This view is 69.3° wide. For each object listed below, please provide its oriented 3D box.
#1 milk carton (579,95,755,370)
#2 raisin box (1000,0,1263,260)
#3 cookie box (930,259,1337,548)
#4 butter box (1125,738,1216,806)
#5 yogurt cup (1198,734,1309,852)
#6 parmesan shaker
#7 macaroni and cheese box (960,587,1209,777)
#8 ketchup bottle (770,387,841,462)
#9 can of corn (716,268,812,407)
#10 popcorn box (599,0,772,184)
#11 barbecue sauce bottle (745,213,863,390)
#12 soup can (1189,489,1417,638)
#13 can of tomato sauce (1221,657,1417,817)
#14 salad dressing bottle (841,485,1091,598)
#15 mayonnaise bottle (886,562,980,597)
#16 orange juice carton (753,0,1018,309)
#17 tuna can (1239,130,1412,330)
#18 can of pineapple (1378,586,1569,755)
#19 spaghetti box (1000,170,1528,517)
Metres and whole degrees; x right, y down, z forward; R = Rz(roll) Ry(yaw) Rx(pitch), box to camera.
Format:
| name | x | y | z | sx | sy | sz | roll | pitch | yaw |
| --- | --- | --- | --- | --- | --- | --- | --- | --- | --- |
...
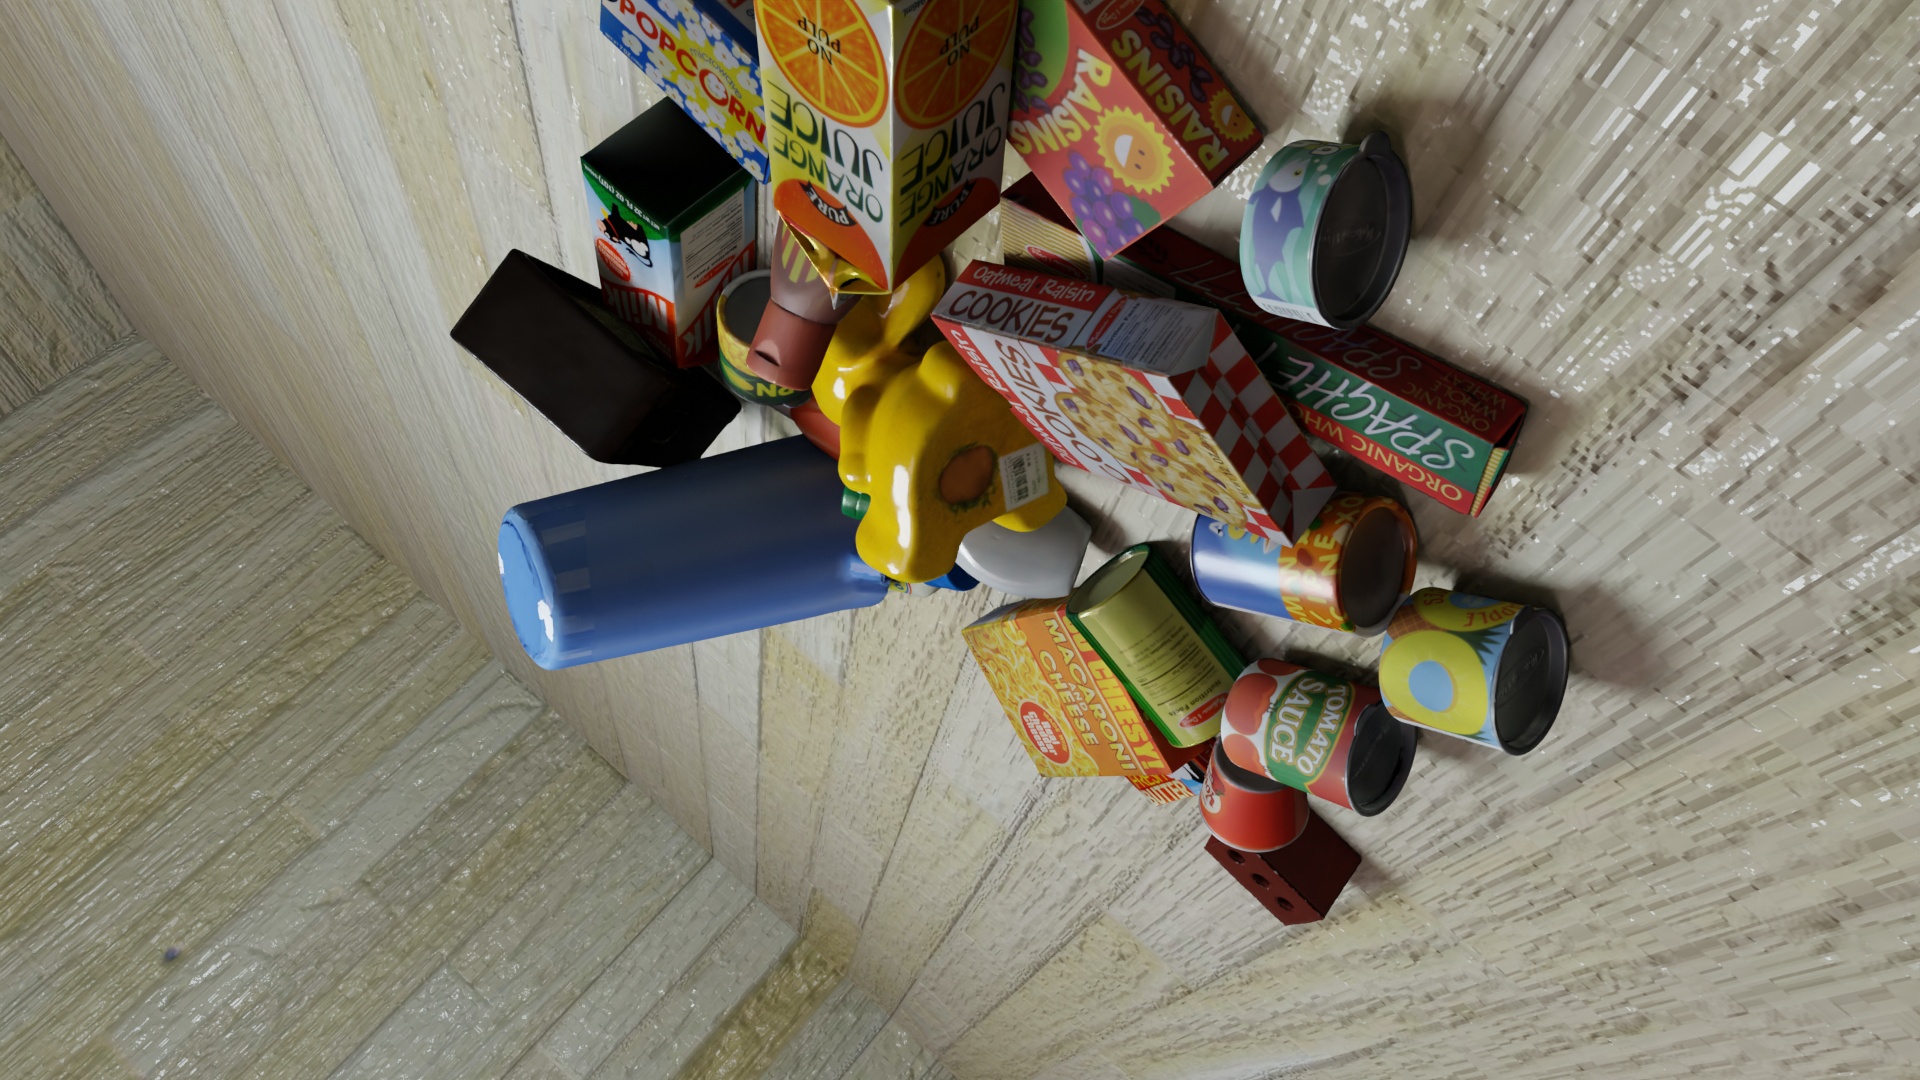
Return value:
| name | x | y | z | sx | sy | sz | roll | pitch | yaw |
| --- | --- | --- | --- | --- | --- | --- | --- | --- | --- |
| milk carton | -0.180 | -0.179 | 0.877 | 0.072 | 0.074 | 0.189 | 40 | 155 | 12 |
| raisin box | 0.052 | -0.183 | 0.559 | 0.123 | 0.040 | 0.086 | 50 | 154 | -8 |
| cookie box | 0.076 | -0.066 | 0.643 | 0.167 | 0.040 | 0.122 | 26 | 165 | 50 |
| butter box | 0.144 | 0.152 | 0.958 | 0.053 | 0.024 | 0.103 | 45 | 155 | -1 |
| yogurt cup | 0.181 | 0.148 | 0.852 | 0.072 | 0.073 | 0.053 | 28 | 142 | 32 |
| parmesan shaker | 0.119 | 0.058 | 0.807 | 0.103 | 0.071 | 0.071 | 50 | 155 | -11 |
| macaroni and cheese box | 0.079 | 0.095 | 0.926 | 0.123 | 0.040 | 0.166 | 61 | 153 | -5 |
| ketchup bottle | -0.073 | -0.076 | 0.909 | 0.149 | 0.044 | 0.064 | 32 | 150 | 26 |
| can of corn | -0.118 | -0.126 | 0.872 | 0.071 | 0.071 | 0.058 | 38 | 154 | 13 |
| popcorn box | -0.128 | -0.257 | 0.719 | 0.127 | 0.038 | 0.085 | 43 | 156 | 1 |
| barbecue sauce bottle | -0.064 | -0.147 | 0.684 | 0.065 | 0.044 | 0.148 | 32 | 111 | 20 |
| soup can | 0.161 | 0.004 | 0.654 | 0.084 | 0.071 | 0.071 | 12 | 140 | 48 |
| can of tomato sauce | 0.193 | 0.104 | 0.756 | 0.083 | 0.071 | 0.071 | 16 | 143 | 47 |
| salad dressing bottle | 0.003 | -0.010 | 0.837 | 0.148 | 0.064 | 0.044 | 19 | 169 | 7 |
| mayonnaise bottle | -0.039 | 0.012 | 1.000 | 0.148 | 0.041 | 0.064 | 6 | 133 | 55 |
| orange juice carton | -0.030 | -0.174 | 0.564 | 0.073 | 0.072 | 0.191 | 38 | 155 | 17 |
| tuna can | 0.134 | -0.115 | 0.509 | 0.033 | 0.071 | 0.070 | 22 | 147 | 41 |
| can of pineapple | 0.231 | 0.056 | 0.627 | 0.058 | 0.071 | 0.070 | 13 | 141 | 48 |
| spaghetti box | 0.123 | -0.090 | 0.606 | 0.250 | 0.029 | 0.050 | 33 | 153 | 24 |
